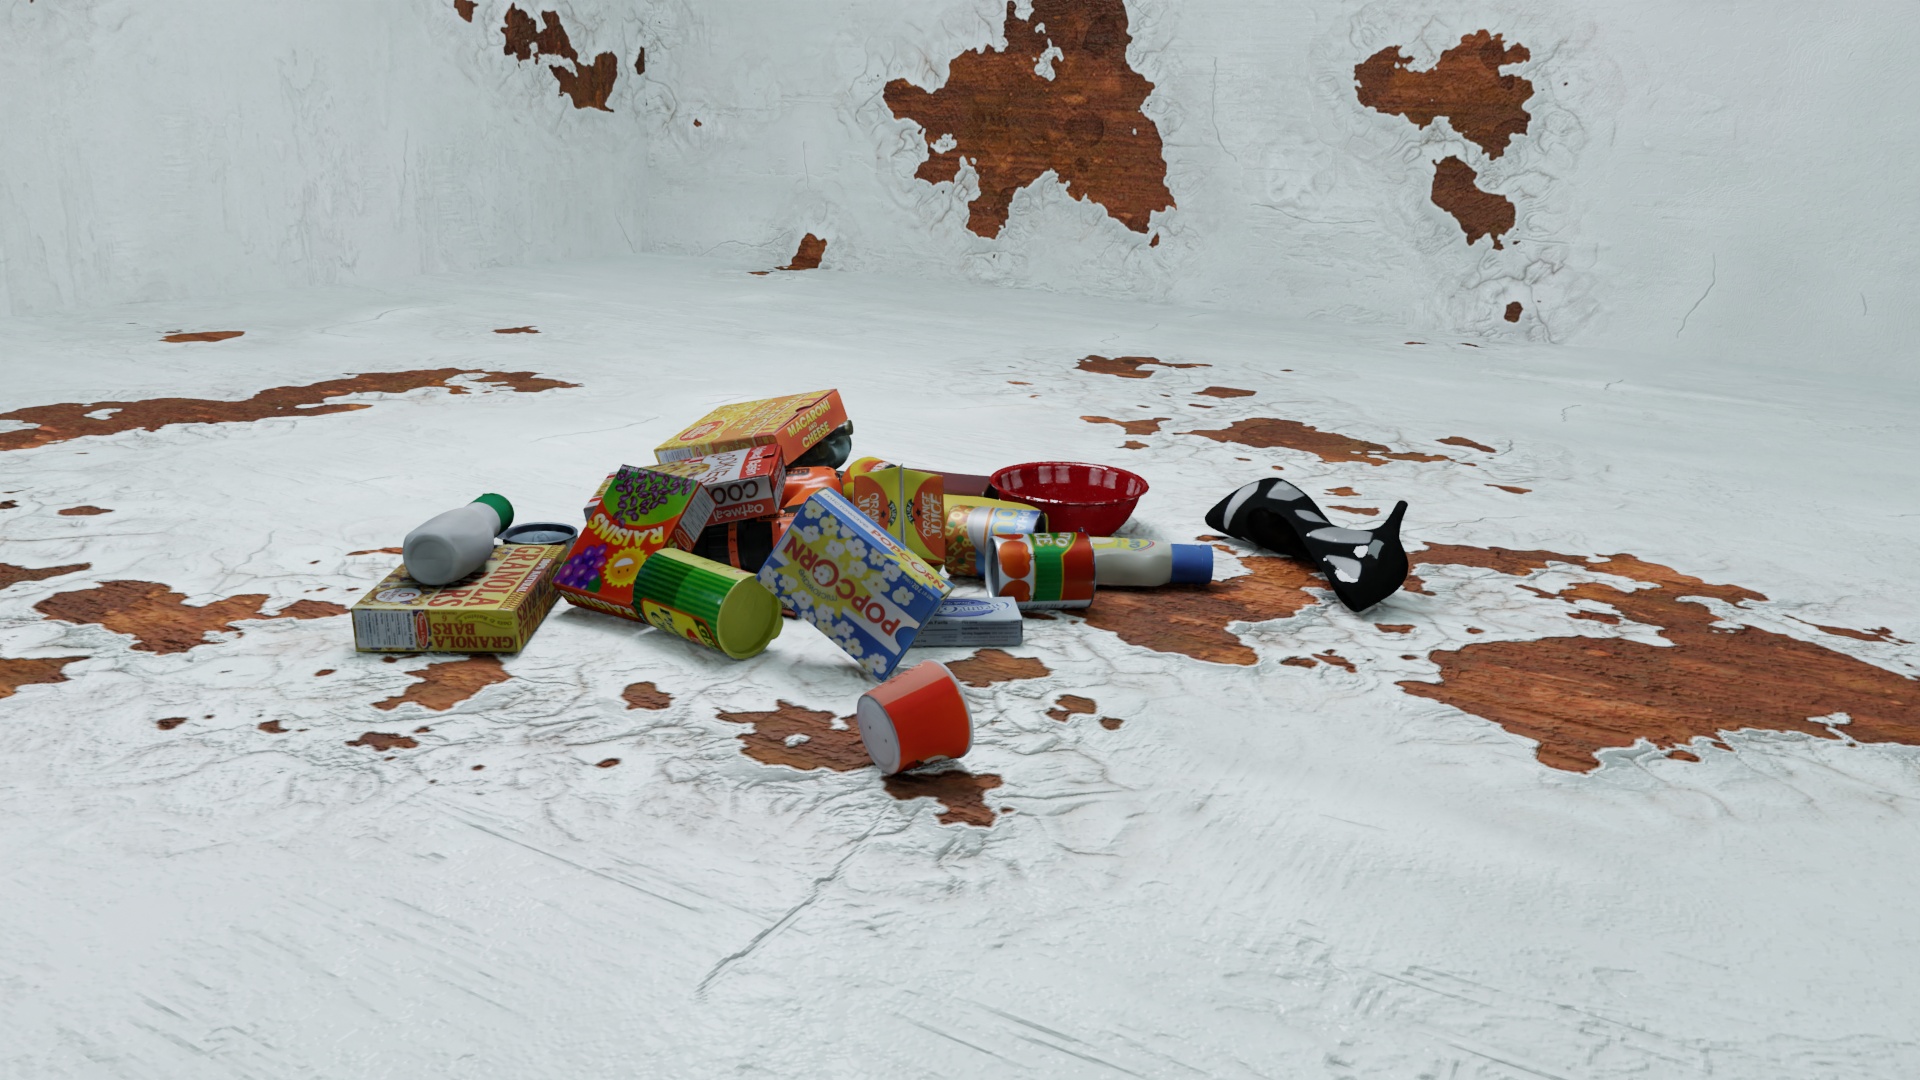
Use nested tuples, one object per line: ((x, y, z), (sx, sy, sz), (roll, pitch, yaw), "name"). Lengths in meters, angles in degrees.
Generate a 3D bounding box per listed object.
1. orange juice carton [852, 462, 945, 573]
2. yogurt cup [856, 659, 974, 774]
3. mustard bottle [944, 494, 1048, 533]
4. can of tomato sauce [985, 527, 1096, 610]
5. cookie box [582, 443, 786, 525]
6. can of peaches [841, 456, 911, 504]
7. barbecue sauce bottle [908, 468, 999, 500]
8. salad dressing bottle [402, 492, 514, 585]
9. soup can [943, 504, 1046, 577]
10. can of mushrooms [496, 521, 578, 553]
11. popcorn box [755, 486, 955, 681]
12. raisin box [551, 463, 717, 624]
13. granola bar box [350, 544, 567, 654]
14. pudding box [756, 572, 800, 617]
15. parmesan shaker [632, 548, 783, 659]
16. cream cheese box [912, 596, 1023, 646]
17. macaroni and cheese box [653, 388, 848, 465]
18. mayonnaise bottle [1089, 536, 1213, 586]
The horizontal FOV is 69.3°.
((-0.052, -0.008, 1.143), (0.073, 0.072, 0.192), (0, -11, -6), "orange juice carton")
((-0.031, 0.116, 0.897), (0.054, 0.072, 0.072), (-18, 25, -29), "yogurt cup")
((0.005, -0.017, 1.351), (0.160, 0.048, 0.065), (11, 21, 29), "mustard bottle")
((0.067, 0.024, 1.189), (0.083, 0.071, 0.071), (-2, 17, -10), "can of tomato sauce")
((-0.248, -0.045, 1.273), (0.167, 0.040, 0.123), (-10, 17, 0), "cookie box")
((-0.082, -0.051, 1.412), (0.071, 0.071, 0.058), (-11, 20, -36), "can of peaches")
((-0.037, -0.053, 1.471), (0.148, 0.043, 0.065), (7, 17, 17), "barbecue sauce bottle")
((-0.408, -0.005, 1.143), (0.064, 0.044, 0.148), (0, 16, 1), "salad dressing bottle")
((0.031, 0.001, 1.259), (0.084, 0.071, 0.071), (5, 17, 12), "soup can")
((-0.381, 0.008, 1.253), (0.071, 0.033, 0.071), (2, 18, -1), "can of mushrooms")
((-0.079, 0.031, 1.039), (0.127, 0.085, 0.038), (38, 21, 6), "popcorn box")
((-0.271, 0.002, 1.156), (0.086, 0.040, 0.124), (12, 61, 23), "raisin box")
((-0.398, 0.045, 1.122), (0.124, 0.039, 0.166), (1, 17, -2), "granola bar box")
((-0.137, 0.037, 1.191), (0.049, 0.030, 0.084), (9, 18, 25), "pudding box")
((-0.198, 0.049, 1.091), (0.103, 0.071, 0.071), (14, 21, 37), "parmesan shaker")
((-0.004, 0.066, 1.125), (0.104, 0.024, 0.053), (0, 19, -7), "cream cheese box")
((-0.221, -0.113, 1.466), (0.166, 0.040, 0.124), (-5, 25, 32), "macaroni and cheese box")
((0.154, 0.019, 1.264), (0.148, 0.041, 0.065), (2, 15, 1), "mayonnaise bottle")
